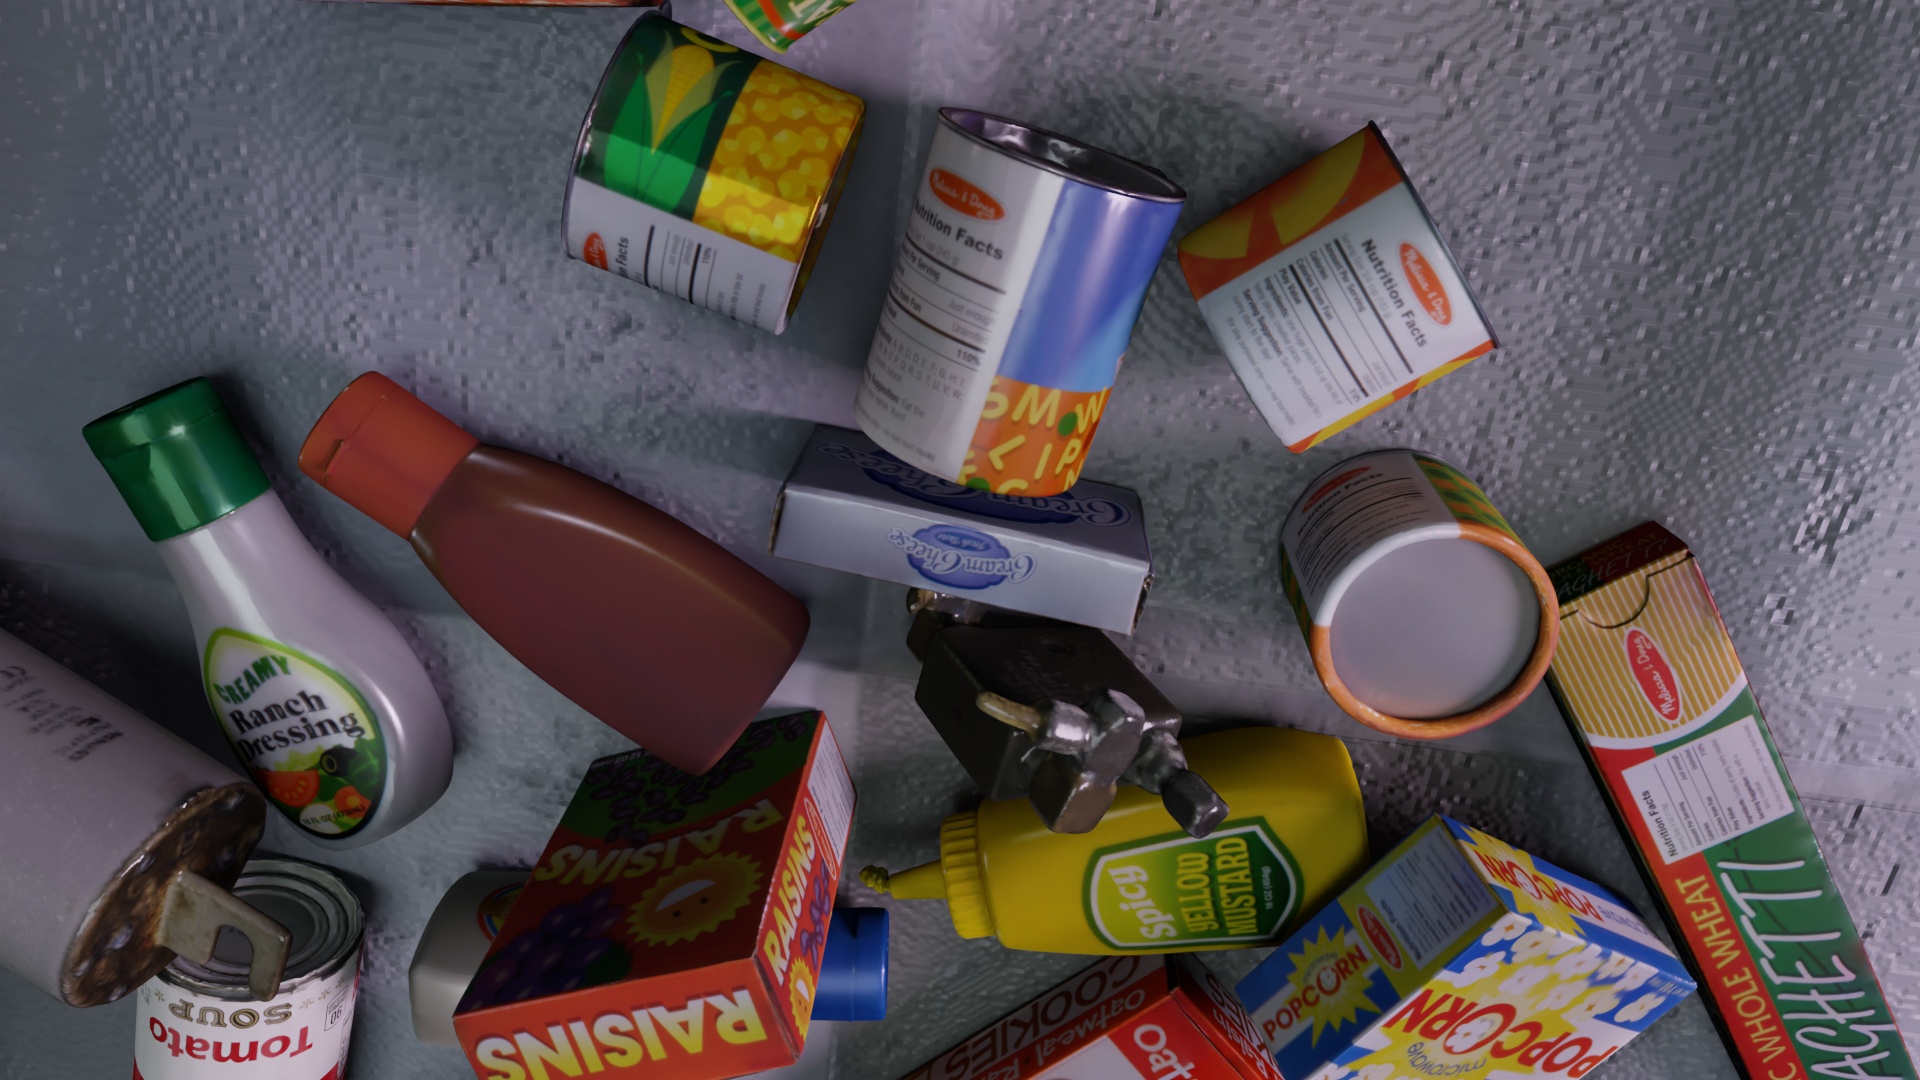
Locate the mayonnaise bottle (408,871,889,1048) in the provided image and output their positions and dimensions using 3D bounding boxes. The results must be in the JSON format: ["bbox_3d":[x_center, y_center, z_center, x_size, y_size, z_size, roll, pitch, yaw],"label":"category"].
[{"bbox_3d":[-0.098,0.138,0.459,0.148,0.065,0.041,1,110,-2],"label":"mayonnaise bottle"}]

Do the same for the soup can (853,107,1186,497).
[{"bbox_3d":[0.016,-0.063,0.368,0.071,0.071,0.083,17,113,-4],"label":"soup can"}]

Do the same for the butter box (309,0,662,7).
[{"bbox_3d":[-0.130,-0.147,0.347,0.103,0.053,0.024,2,110,2],"label":"butter box"}]

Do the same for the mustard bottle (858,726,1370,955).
[{"bbox_3d":[0.046,0.101,0.441,0.160,0.049,0.065,-10,113,7],"label":"mustard bottle"}]

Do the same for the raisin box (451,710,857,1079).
[{"bbox_3d":[-0.083,0.105,0.409,0.086,0.124,0.040,-13,111,8],"label":"raisin box"}]

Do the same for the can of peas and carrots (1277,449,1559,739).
[{"bbox_3d":[0.130,0.016,0.396,0.071,0.059,0.070,1,113,3],"label":"can of peas and carrots"}]

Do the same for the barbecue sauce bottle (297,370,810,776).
[{"bbox_3d":[-0.121,0.007,0.415,0.148,0.044,0.064,35,110,-10],"label":"barbecue sauce bottle"}]

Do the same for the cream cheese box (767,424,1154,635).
[{"bbox_3d":[0.001,-0.005,0.398,0.104,0.053,0.024,12,115,-2],"label":"cream cheese box"}]

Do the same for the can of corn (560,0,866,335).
[{"bbox_3d":[-0.061,-0.096,0.359,0.058,0.071,0.071,21,112,-6],"label":"can of corn"}]

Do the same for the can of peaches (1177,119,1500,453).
[{"bbox_3d":[0.097,-0.065,0.361,0.058,0.071,0.071,-30,108,20],"label":"can of peaches"}]

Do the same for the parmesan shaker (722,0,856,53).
[{"bbox_3d":[-0.019,-0.171,0.321,0.103,0.071,0.071,-28,108,14],"label":"parmesan shaker"}]

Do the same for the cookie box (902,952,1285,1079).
[{"bbox_3d":[0.044,0.229,0.497,0.167,0.040,0.122,-36,106,16],"label":"cookie box"}]

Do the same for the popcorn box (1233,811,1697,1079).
[{"bbox_3d":[0.159,0.138,0.429,0.126,0.038,0.085,26,115,-36],"label":"popcorn box"}]

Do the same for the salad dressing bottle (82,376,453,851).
[{"bbox_3d":[-0.210,0.024,0.426,0.064,0.044,0.147,-16,110,17],"label":"salad dressing bottle"}]

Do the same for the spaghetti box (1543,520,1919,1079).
[{"bbox_3d":[0.247,0.108,0.444,0.050,0.029,0.249,-28,108,13],"label":"spaghetti box"}]
